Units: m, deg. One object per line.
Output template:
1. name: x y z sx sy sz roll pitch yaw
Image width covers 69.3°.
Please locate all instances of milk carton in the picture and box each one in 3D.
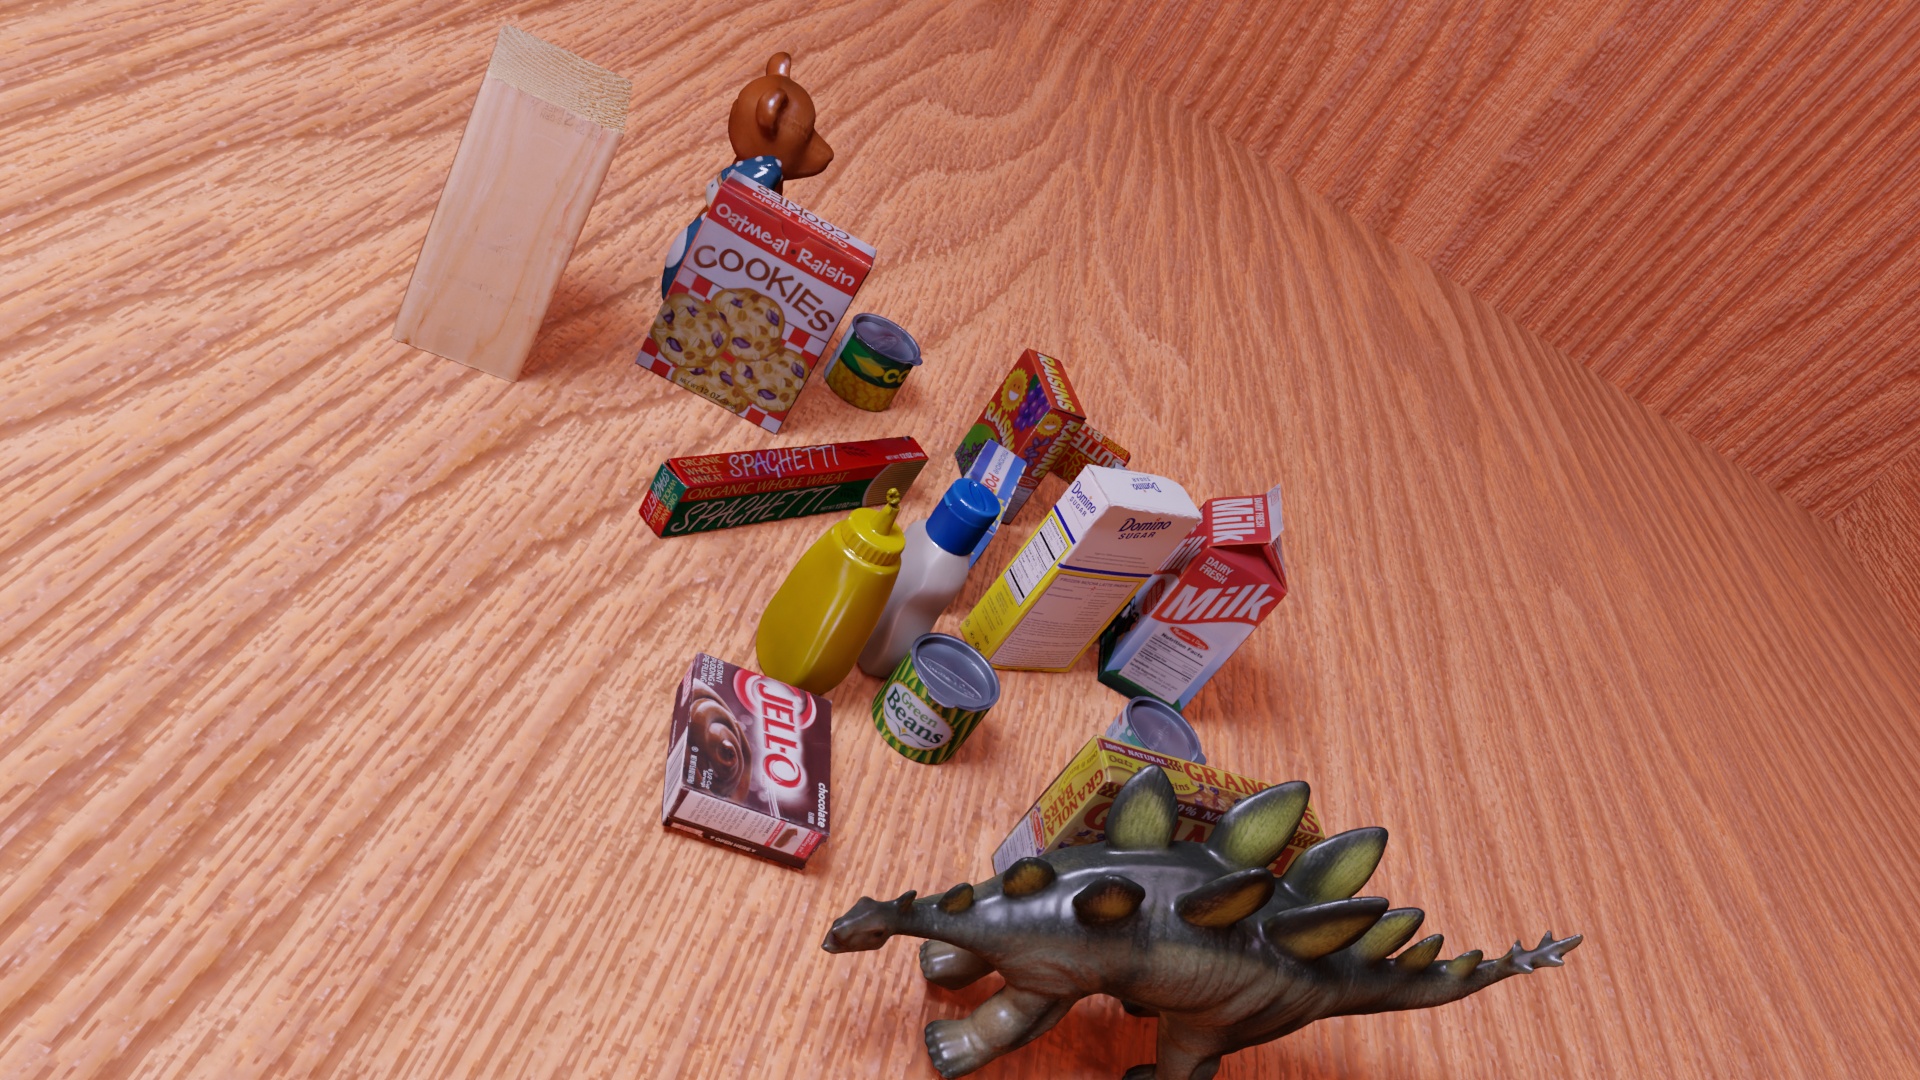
1. milk carton: 0.187 0.041 1.060 0.073 0.189 0.073 30 31 -9

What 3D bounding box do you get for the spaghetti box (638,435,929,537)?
1. spaghetti box: -0.122 -0.042 1.015 0.251 0.050 0.029 -11 53 -50

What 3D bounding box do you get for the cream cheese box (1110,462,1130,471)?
1. cream cheese box: 0.168 -0.021 1.259 0.104 0.053 0.024 32 31 -5

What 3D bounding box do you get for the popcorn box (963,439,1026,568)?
1. popcorn box: 0.004 -0.013 1.061 0.038 0.084 0.127 33 31 -4

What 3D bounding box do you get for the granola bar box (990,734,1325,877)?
1. granola bar box: 0.121 0.189 0.859 0.165 0.123 0.039 19 34 -25

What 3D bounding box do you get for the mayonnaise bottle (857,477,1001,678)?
1. mayonnaise bottle: -0.025 0.024 0.922 0.041 0.147 0.065 14 37 -31

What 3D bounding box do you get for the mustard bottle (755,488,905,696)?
1. mustard bottle: -0.072 0.029 0.858 0.049 0.159 0.065 1 45 -44

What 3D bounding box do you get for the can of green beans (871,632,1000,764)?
1. can of green beans: -0.017 0.104 0.908 0.071 0.057 0.071 25 32 -17

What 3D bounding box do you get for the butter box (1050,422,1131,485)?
1. butter box: 0.101 -0.086 1.284 0.103 0.053 0.024 34 31 -1

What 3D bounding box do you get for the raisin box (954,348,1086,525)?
1. raisin box: 0.049 -0.087 1.168 0.040 0.122 0.086 17 35 -28

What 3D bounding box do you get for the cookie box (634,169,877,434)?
1. cookie box: -0.156 -0.177 1.052 0.123 0.166 0.040 27 32 -13

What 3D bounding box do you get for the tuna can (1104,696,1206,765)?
1. tuna can: 0.143 0.151 1.020 0.071 0.032 0.071 25 32 -17

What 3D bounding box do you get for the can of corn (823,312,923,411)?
1. can of corn: -0.075 -0.152 1.201 0.071 0.058 0.071 25 32 -17
